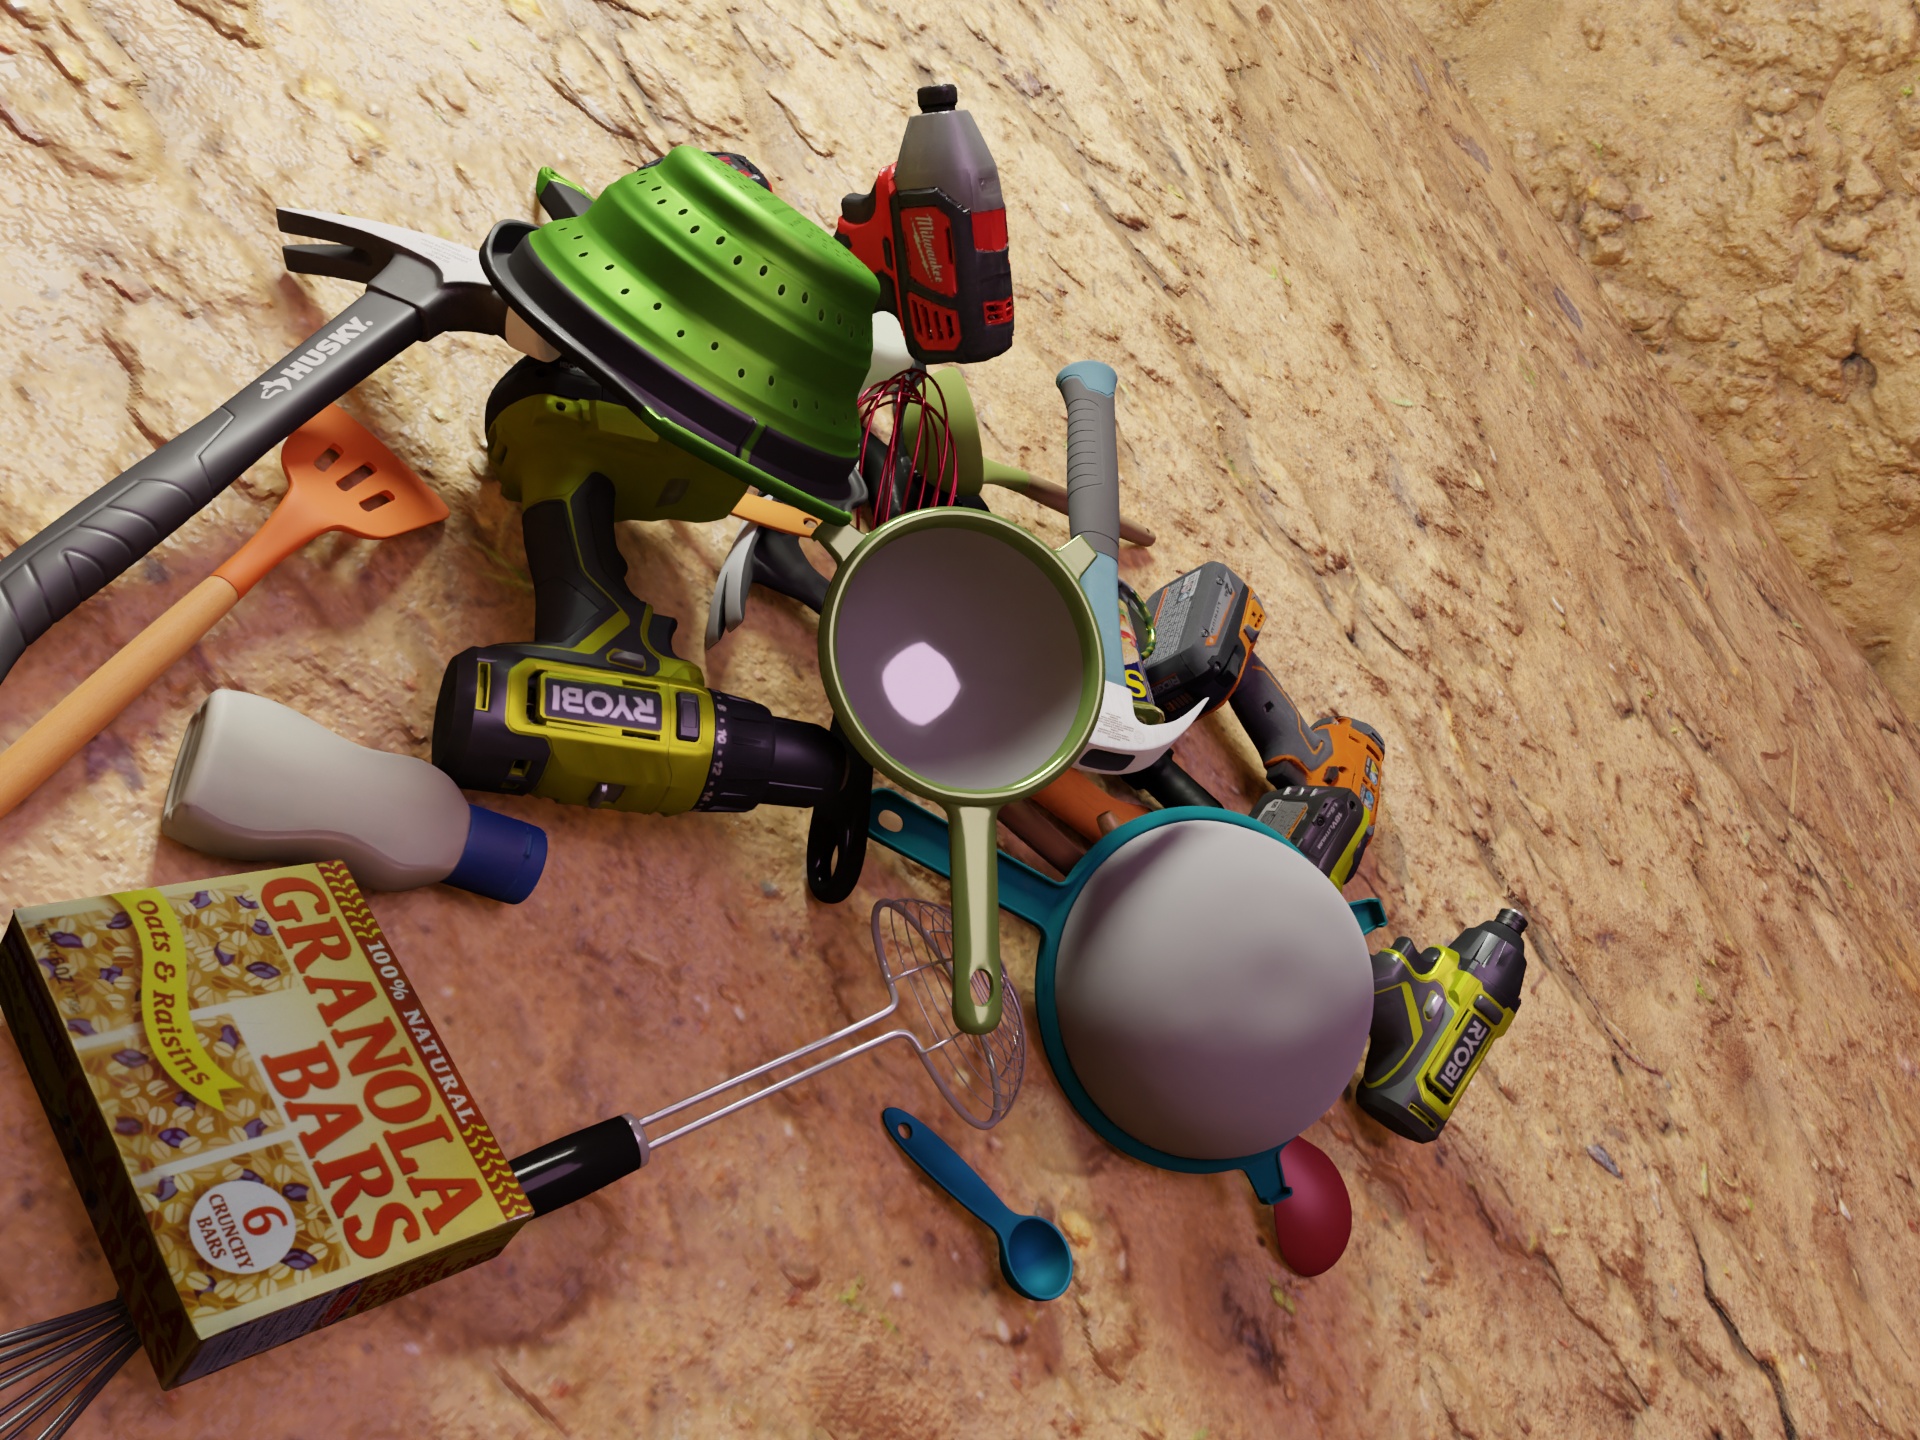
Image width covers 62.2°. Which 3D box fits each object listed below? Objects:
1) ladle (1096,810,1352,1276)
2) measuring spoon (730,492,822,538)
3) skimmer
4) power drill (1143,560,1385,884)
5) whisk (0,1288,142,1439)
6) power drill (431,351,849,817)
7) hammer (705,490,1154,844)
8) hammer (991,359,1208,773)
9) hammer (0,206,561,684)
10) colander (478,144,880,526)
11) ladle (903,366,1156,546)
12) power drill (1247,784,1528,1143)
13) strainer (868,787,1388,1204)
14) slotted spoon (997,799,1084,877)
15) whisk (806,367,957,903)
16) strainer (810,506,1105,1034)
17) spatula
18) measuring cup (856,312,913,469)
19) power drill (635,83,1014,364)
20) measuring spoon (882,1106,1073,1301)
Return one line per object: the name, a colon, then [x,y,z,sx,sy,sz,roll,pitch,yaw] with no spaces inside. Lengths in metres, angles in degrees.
ladle: [0.158,0.193,0.949,0.069,0.031,0.315,-33,97,-41]
measuring spoon: [-0.125,-0.124,0.881,0.117,0.011,0.021,18,47,-4]
skimmer: [-0.106,0.175,0.723,0.363,0.090,0.127,-17,75,-40]
power drill: [0.215,0.015,1.126,0.226,0.084,0.164,44,42,-20]
whisk: [-0.270,0.195,0.526,0.055,0.055,0.239,58,35,1]
power drill: [-0.151,-0.060,0.777,0.190,0.080,0.229,9,58,-27]
hammer: [-0.002,-0.003,0.947,0.336,0.034,0.127,37,42,-22]
hammer: [0.080,-0.105,0.959,0.128,0.033,0.331,18,48,-19]
hammer: [-0.316,-0.117,0.669,0.146,0.035,0.335,24,49,9]
colander: [-0.137,-0.236,0.783,0.204,0.094,0.398,24,19,-39]
ladle: [0.064,-0.160,1.067,0.320,0.062,0.078,11,58,-56]
power drill: [0.274,0.148,1.054,0.223,0.080,0.171,41,75,-17]
strainer: [0.102,0.119,0.872,0.340,0.095,0.211,29,73,-16]
slotted spoon: [0.059,0.080,0.934,0.313,0.031,0.070,43,46,-24]
whisk: [-0.049,-0.050,0.849,0.073,0.073,0.296,16,78,-39]
strainer: [-0.005,0.025,0.789,0.151,0.069,0.256,2,79,-23]
spatula: [-0.320,-0.035,0.650,0.081,0.041,0.323,44,45,-16]
measuring cup: [-0.061,-0.209,0.969,0.083,0.038,0.168,26,40,-27]
power drill: [-0.073,-0.272,0.891,0.078,0.220,0.143,-34,124,-51]
measuring spoon: [0.004,0.244,0.804,0.128,0.021,0.042,44,40,-1]
